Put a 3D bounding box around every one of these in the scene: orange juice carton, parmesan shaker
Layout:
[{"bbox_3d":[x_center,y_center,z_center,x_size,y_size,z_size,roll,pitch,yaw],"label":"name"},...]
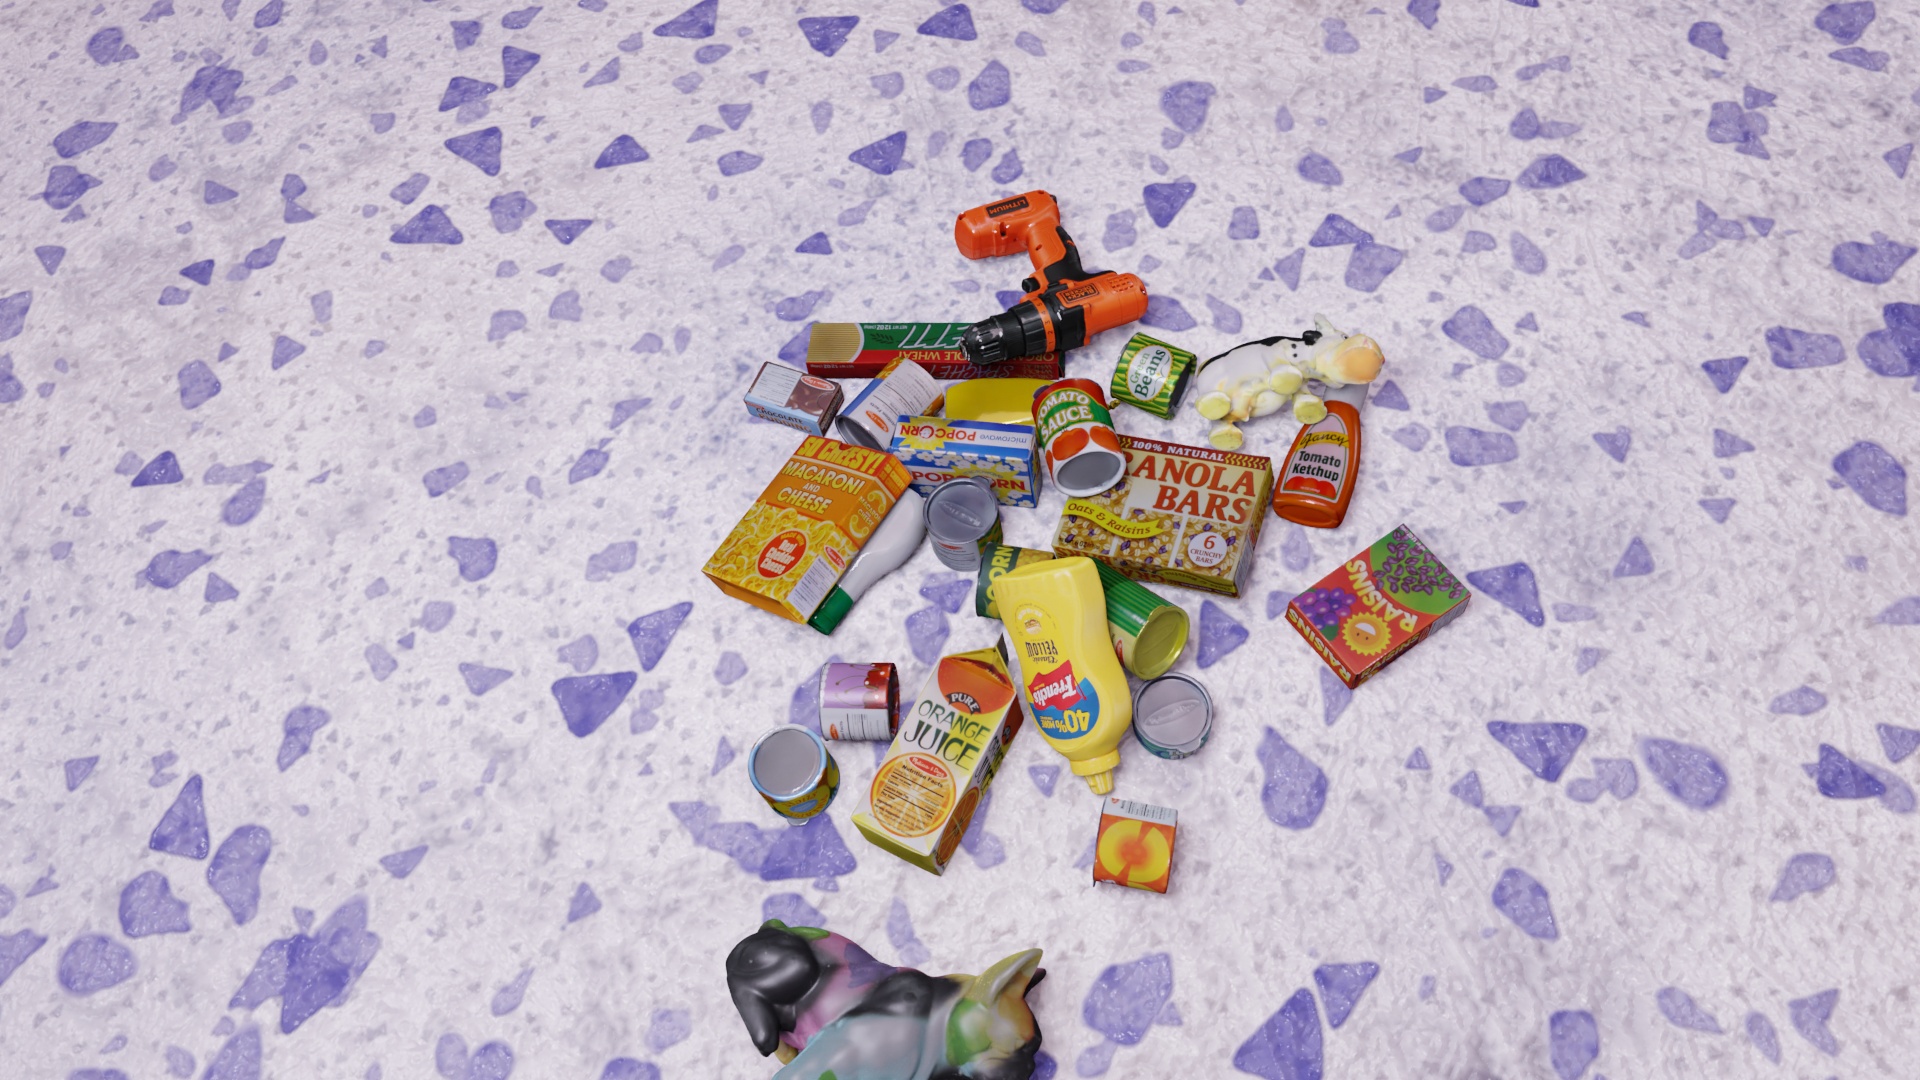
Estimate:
[{"bbox_3d":[-0.007,0.166,1.131,0.073,0.071,0.193,23,68,18],"label":"orange juice carton"},{"bbox_3d":[0.130,0.060,1.152,0.071,0.071,0.103,-43,45,-14],"label":"parmesan shaker"}]

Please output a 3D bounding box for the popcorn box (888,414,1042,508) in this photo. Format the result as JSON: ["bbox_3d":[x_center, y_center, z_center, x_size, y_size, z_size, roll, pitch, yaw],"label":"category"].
[{"bbox_3d":[0.007,-0.070,1.245,0.127,0.085,0.038,6,63,11],"label":"popcorn box"}]

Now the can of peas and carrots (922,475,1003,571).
[{"bbox_3d":[0.004,-0.015,1.232,0.071,0.058,0.071,-3,62,6],"label":"can of peas and carrots"}]

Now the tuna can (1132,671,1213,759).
[{"bbox_3d":[0.175,0.146,1.139,0.071,0.032,0.071,-3,62,6],"label":"tuna can"}]

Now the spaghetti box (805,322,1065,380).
[{"bbox_3d":[-0.024,-0.183,1.340,0.250,0.028,0.050,1,62,9],"label":"spaghetti box"}]

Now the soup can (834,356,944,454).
[{"bbox_3d":[-0.066,-0.119,1.292,0.071,0.071,0.084,34,69,22],"label":"soup can"}]

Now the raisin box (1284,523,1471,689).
[{"bbox_3d":[0.347,0.055,1.160,0.123,0.040,0.086,-33,64,-11],"label":"raisin box"}]

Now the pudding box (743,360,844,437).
[{"bbox_3d":[-0.160,-0.135,1.333,0.084,0.030,0.050,18,66,16],"label":"pudding box"}]

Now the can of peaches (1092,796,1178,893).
[{"bbox_3d":[0.136,0.239,1.079,0.058,0.071,0.071,7,64,11],"label":"can of peaches"}]

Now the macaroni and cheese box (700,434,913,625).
[{"bbox_3d":[-0.137,-0.014,1.234,0.124,0.040,0.167,16,63,44],"label":"macaroni and cheese box"}]

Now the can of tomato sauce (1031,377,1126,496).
[{"bbox_3d":[0.102,-0.090,1.207,0.071,0.071,0.083,-14,54,1],"label":"can of tomato sauce"}]

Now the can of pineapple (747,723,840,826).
[{"bbox_3d":[-0.136,0.192,1.144,0.071,0.057,0.071,-3,63,6],"label":"can of pineapple"}]

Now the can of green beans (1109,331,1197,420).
[{"bbox_3d":[0.178,-0.150,1.274,0.058,0.071,0.071,25,69,19],"label":"can of green beans"}]

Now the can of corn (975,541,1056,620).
[{"bbox_3d":[0.048,0.037,1.192,0.058,0.071,0.071,9,64,11],"label":"can of corn"}]

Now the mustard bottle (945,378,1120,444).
[{"bbox_3d":[0.067,-0.118,1.282,0.160,0.048,0.065,-2,61,6],"label":"mustard bottle"}]

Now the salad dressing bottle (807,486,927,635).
[{"bbox_3d":[-0.087,0.017,1.237,0.064,0.043,0.148,29,71,29],"label":"salad dressing bottle"}]

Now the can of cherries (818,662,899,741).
[{"bbox_3d":[-0.084,0.132,1.163,0.058,0.071,0.072,-2,63,7],"label":"can of cherries"}]

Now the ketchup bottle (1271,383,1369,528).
[{"bbox_3d":[0.326,-0.084,1.232,0.065,0.043,0.149,13,64,23],"label":"ketchup bottle"}]

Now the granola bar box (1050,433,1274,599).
[{"bbox_3d":[0.176,-0.026,1.210,0.165,0.039,0.124,11,64,24],"label":"granola bar box"}]
